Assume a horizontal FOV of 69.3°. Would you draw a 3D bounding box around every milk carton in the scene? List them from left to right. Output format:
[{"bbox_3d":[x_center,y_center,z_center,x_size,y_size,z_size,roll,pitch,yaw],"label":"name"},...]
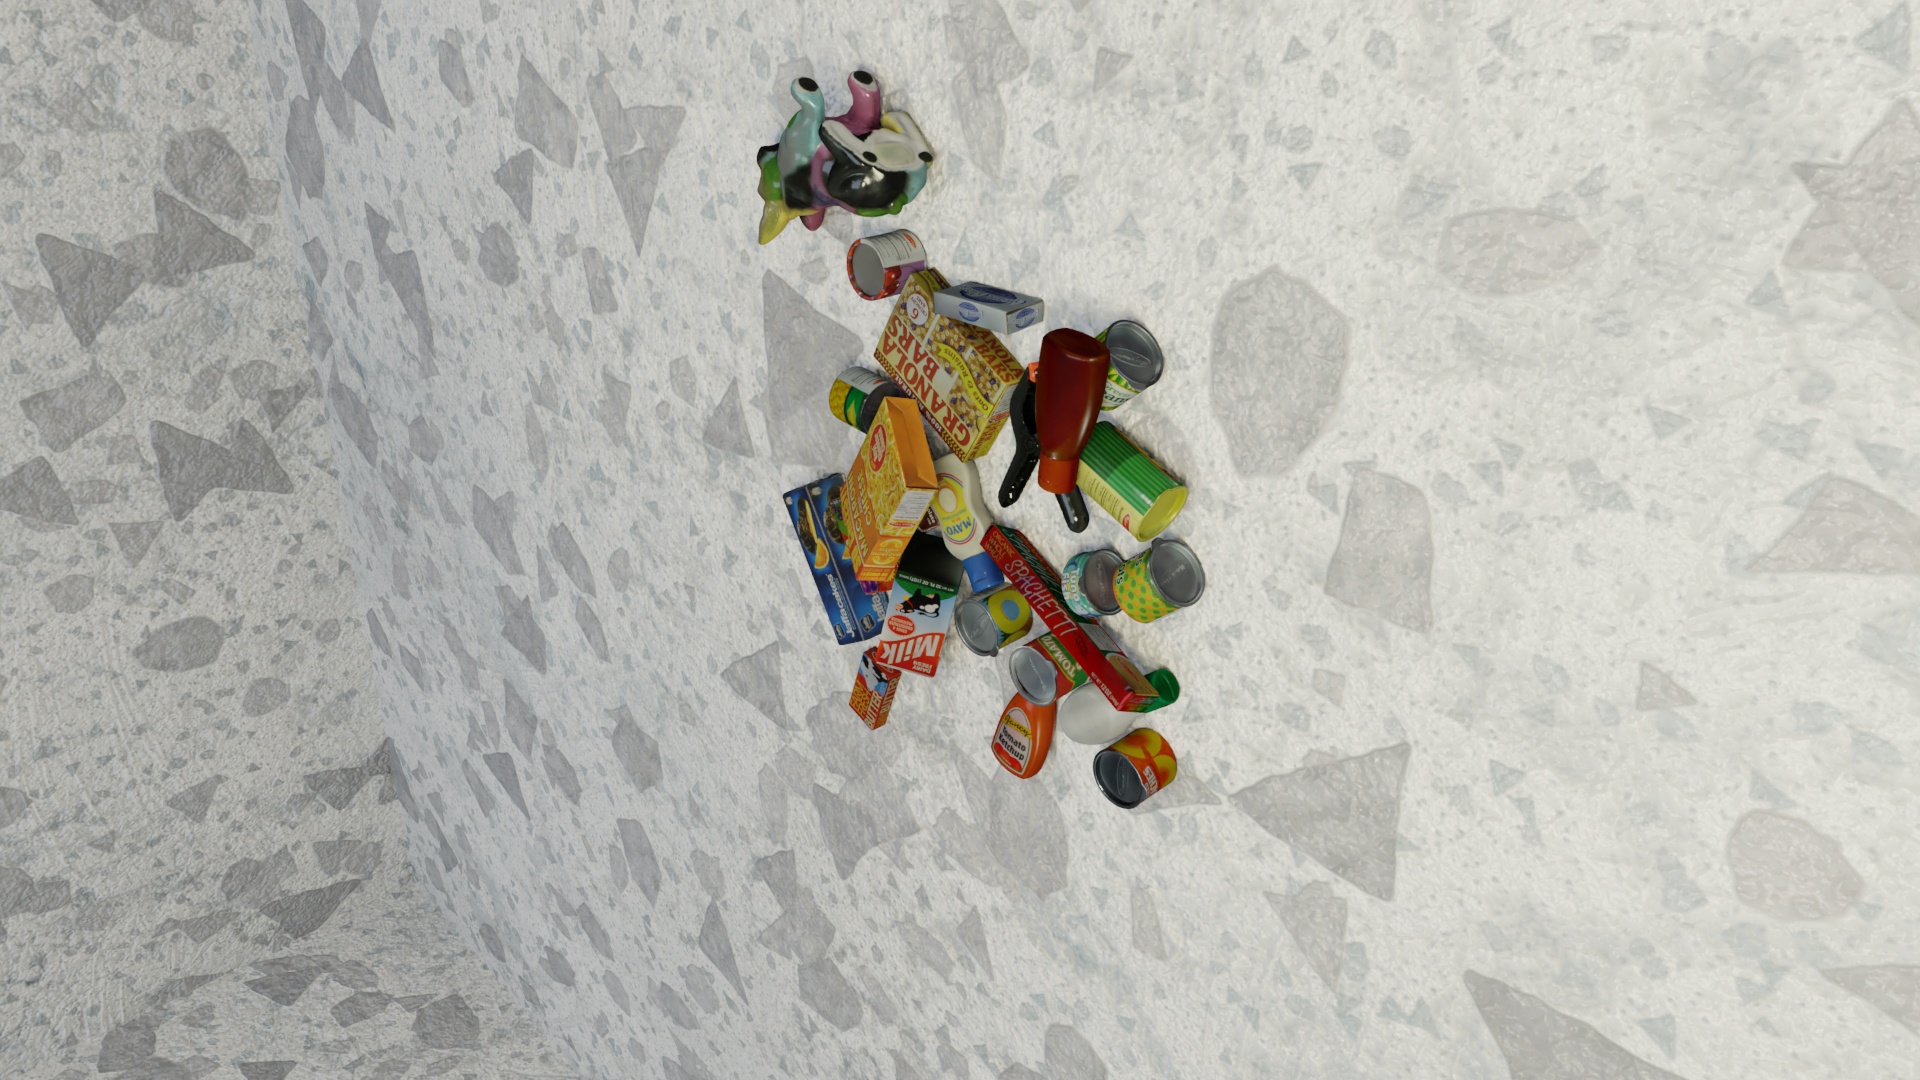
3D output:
[{"bbox_3d":[-0.047,0.086,1.568,0.072,0.074,0.189,16,132,0],"label":"milk carton"}]

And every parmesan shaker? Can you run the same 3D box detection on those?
[{"bbox_3d":[0.153,-0.058,1.294,0.103,0.071,0.071,45,137,25],"label":"parmesan shaker"}]

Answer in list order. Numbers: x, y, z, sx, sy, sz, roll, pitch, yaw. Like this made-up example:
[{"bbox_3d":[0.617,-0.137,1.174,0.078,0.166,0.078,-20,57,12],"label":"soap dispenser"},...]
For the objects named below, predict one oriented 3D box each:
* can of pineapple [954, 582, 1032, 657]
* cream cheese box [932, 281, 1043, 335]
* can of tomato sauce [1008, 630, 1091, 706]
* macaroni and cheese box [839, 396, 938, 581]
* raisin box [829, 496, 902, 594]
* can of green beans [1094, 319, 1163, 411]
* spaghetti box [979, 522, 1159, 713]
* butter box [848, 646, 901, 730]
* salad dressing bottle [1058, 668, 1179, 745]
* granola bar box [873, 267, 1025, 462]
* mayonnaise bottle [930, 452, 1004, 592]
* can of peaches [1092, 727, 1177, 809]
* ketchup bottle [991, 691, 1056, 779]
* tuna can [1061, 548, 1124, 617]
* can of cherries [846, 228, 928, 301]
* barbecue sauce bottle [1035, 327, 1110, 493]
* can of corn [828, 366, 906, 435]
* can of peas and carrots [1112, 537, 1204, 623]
[{"bbox_3d":[0.037,0.087,1.508,0.071,0.058,0.070,25,127,40],"label":"can of pineapple"},{"bbox_3d":[0.027,-0.229,1.363,0.104,0.053,0.024,24,128,40],"label":"cream cheese box"},{"bbox_3d":[0.103,0.123,1.430,0.071,0.083,0.070,25,126,39],"label":"can of tomato sauce"},{"bbox_3d":[-0.081,-0.053,1.485,0.165,0.040,0.124,121,144,-46],"label":"macaroni and cheese box"},{"bbox_3d":[-0.097,-0.003,1.632,0.086,0.040,0.123,-15,98,50],"label":"raisin box"},{"bbox_3d":[0.140,-0.158,1.258,0.057,0.071,0.071,-33,83,51],"label":"can of green beans"},{"bbox_3d":[0.106,0.075,1.396,0.028,0.050,0.251,-52,55,19],"label":"spaghetti box"},{"bbox_3d":[-0.109,0.187,1.753,0.053,0.024,0.103,43,136,27],"label":"butter box"},{"bbox_3d":[0.162,0.168,1.419,0.147,0.044,0.064,-31,84,49],"label":"salad dressing bottle"},{"bbox_3d":[-0.013,-0.181,1.445,0.166,0.039,0.123,51,139,19],"label":"granola bar box"},{"bbox_3d":[0.005,-0.019,1.488,0.064,0.041,0.148,-23,85,26],"label":"mayonnaise bottle"},{"bbox_3d":[0.180,0.233,1.417,0.071,0.058,0.071,24,125,40],"label":"can of peaches"},{"bbox_3d":[0.078,0.193,1.527,0.065,0.044,0.148,41,134,28],"label":"ketchup bottle"},{"bbox_3d":[0.132,0.043,1.366,0.032,0.071,0.071,-12,100,52],"label":"tuna can"},{"bbox_3d":[-0.078,-0.285,1.451,0.071,0.058,0.071,24,125,40],"label":"can of cherries"},{"bbox_3d":[0.095,-0.112,1.245,0.065,0.044,0.147,34,133,34],"label":"barbecue sauce bottle"},{"bbox_3d":[-0.104,-0.152,1.542,0.058,0.071,0.070,30,129,37],"label":"can of corn"},{"bbox_3d":[0.184,0.037,1.306,0.058,0.071,0.071,-33,83,52],"label":"can of peas and carrots"}]
